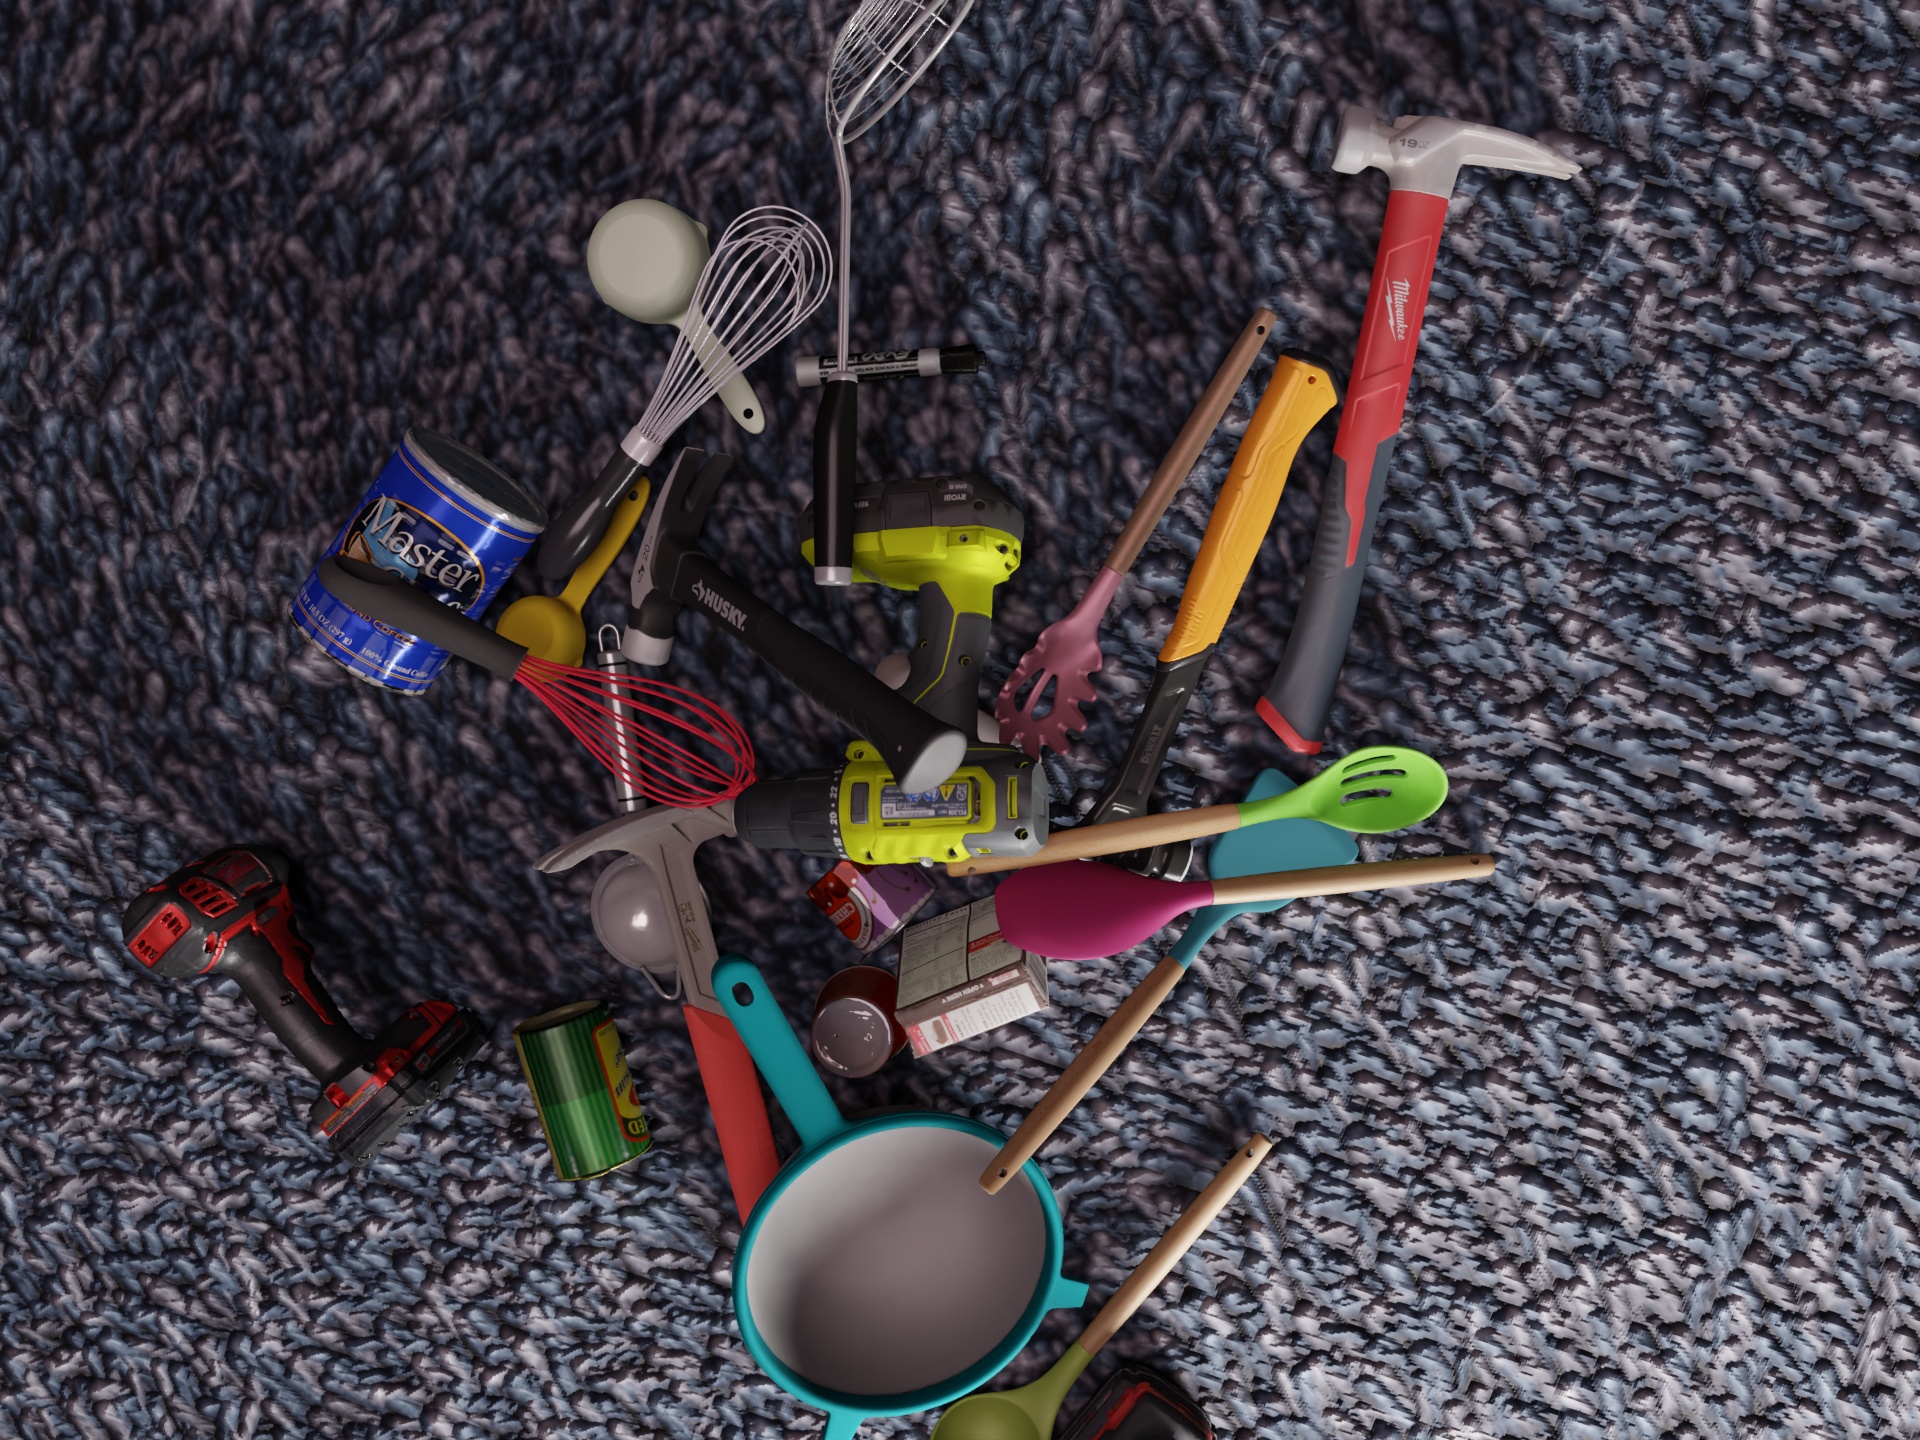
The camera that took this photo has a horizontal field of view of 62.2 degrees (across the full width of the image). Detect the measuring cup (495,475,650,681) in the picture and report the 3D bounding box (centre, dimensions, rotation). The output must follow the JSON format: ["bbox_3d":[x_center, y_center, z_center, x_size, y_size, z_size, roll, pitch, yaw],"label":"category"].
[{"bbox_3d":[-0.252,-0.096,1.042,0.062,0.029,0.156,35,97,14],"label":"measuring cup"}]

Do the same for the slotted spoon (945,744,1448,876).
[{"bbox_3d":[0.145,0.061,0.979,0.313,0.031,0.070,-10,127,-6],"label":"slotted spoon"}]

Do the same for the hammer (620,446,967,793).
[{"bbox_3d":[-0.101,-0.049,0.917,0.335,0.035,0.146,34,113,46],"label":"hammer"}]

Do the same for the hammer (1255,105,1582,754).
[{"bbox_3d":[0.263,-0.166,0.973,0.143,0.038,0.386,11,97,4],"label":"hammer"}]

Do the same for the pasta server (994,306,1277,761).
[{"bbox_3d":[0.112,-0.116,0.997,0.060,0.040,0.316,29,98,-15],"label":"pasta server"}]

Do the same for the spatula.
[{"bbox_3d":[0.120,0.170,0.995,0.082,0.044,0.317,43,76,-3],"label":"spatula"}]

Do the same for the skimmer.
[{"bbox_3d":[-0.038,-0.260,0.937,0.090,0.127,0.363,2,91,-9],"label":"skimmer"}]

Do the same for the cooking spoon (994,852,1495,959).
[{"bbox_3d":[0.179,0.103,0.981,0.319,0.017,0.069,-5,56,-9],"label":"cooking spoon"}]

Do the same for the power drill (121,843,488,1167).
[{"bbox_3d":[-0.427,0.173,1.047,0.078,0.143,0.219,-42,97,13],"label":"power drill"}]

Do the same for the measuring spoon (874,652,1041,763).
[{"bbox_3d":[-0.002,-0.003,1.032,0.124,0.018,0.034,30,99,2],"label":"measuring spoon"}]

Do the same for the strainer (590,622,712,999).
[{"bbox_3d":[-0.219,0.064,1.056,0.087,0.050,0.258,-7,92,12],"label":"strainer"}]

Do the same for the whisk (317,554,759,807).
[{"bbox_3d":[-0.253,-0.025,0.977,0.295,0.073,0.073,28,99,-13],"label":"whisk"}]

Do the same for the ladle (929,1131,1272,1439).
[{"bbox_3d":[0.095,0.394,1.047,0.078,0.062,0.320,42,97,28],"label":"ladle"}]

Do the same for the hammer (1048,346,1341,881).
[{"bbox_3d":[0.139,-0.065,0.968,0.127,0.034,0.337,18,104,-16],"label":"hammer"}]

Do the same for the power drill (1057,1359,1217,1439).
[{"bbox_3d":[0.087,0.522,0.973,0.080,0.227,0.188,36,99,2],"label":"power drill"}]

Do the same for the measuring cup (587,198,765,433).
[{"bbox_3d":[-0.176,-0.256,1.014,0.083,0.038,0.167,-32,90,9],"label":"measuring cup"}]

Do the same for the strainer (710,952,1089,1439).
[{"bbox_3d":[-0.074,0.276,1.008,0.211,0.095,0.340,-29,108,-6],"label":"strainer"}]

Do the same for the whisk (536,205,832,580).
[{"bbox_3d":[-0.179,-0.196,0.991,0.070,0.070,0.284,41,105,1],"label":"whisk"}]

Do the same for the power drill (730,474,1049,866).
[{"bbox_3d":[-0.044,-0.025,0.969,0.190,0.080,0.229,-2,78,15],"label":"power drill"}]

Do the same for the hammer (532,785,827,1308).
[{"bbox_3d":[-0.161,0.231,1.040,0.149,0.037,0.359,-19,101,-31],"label":"hammer"}]
